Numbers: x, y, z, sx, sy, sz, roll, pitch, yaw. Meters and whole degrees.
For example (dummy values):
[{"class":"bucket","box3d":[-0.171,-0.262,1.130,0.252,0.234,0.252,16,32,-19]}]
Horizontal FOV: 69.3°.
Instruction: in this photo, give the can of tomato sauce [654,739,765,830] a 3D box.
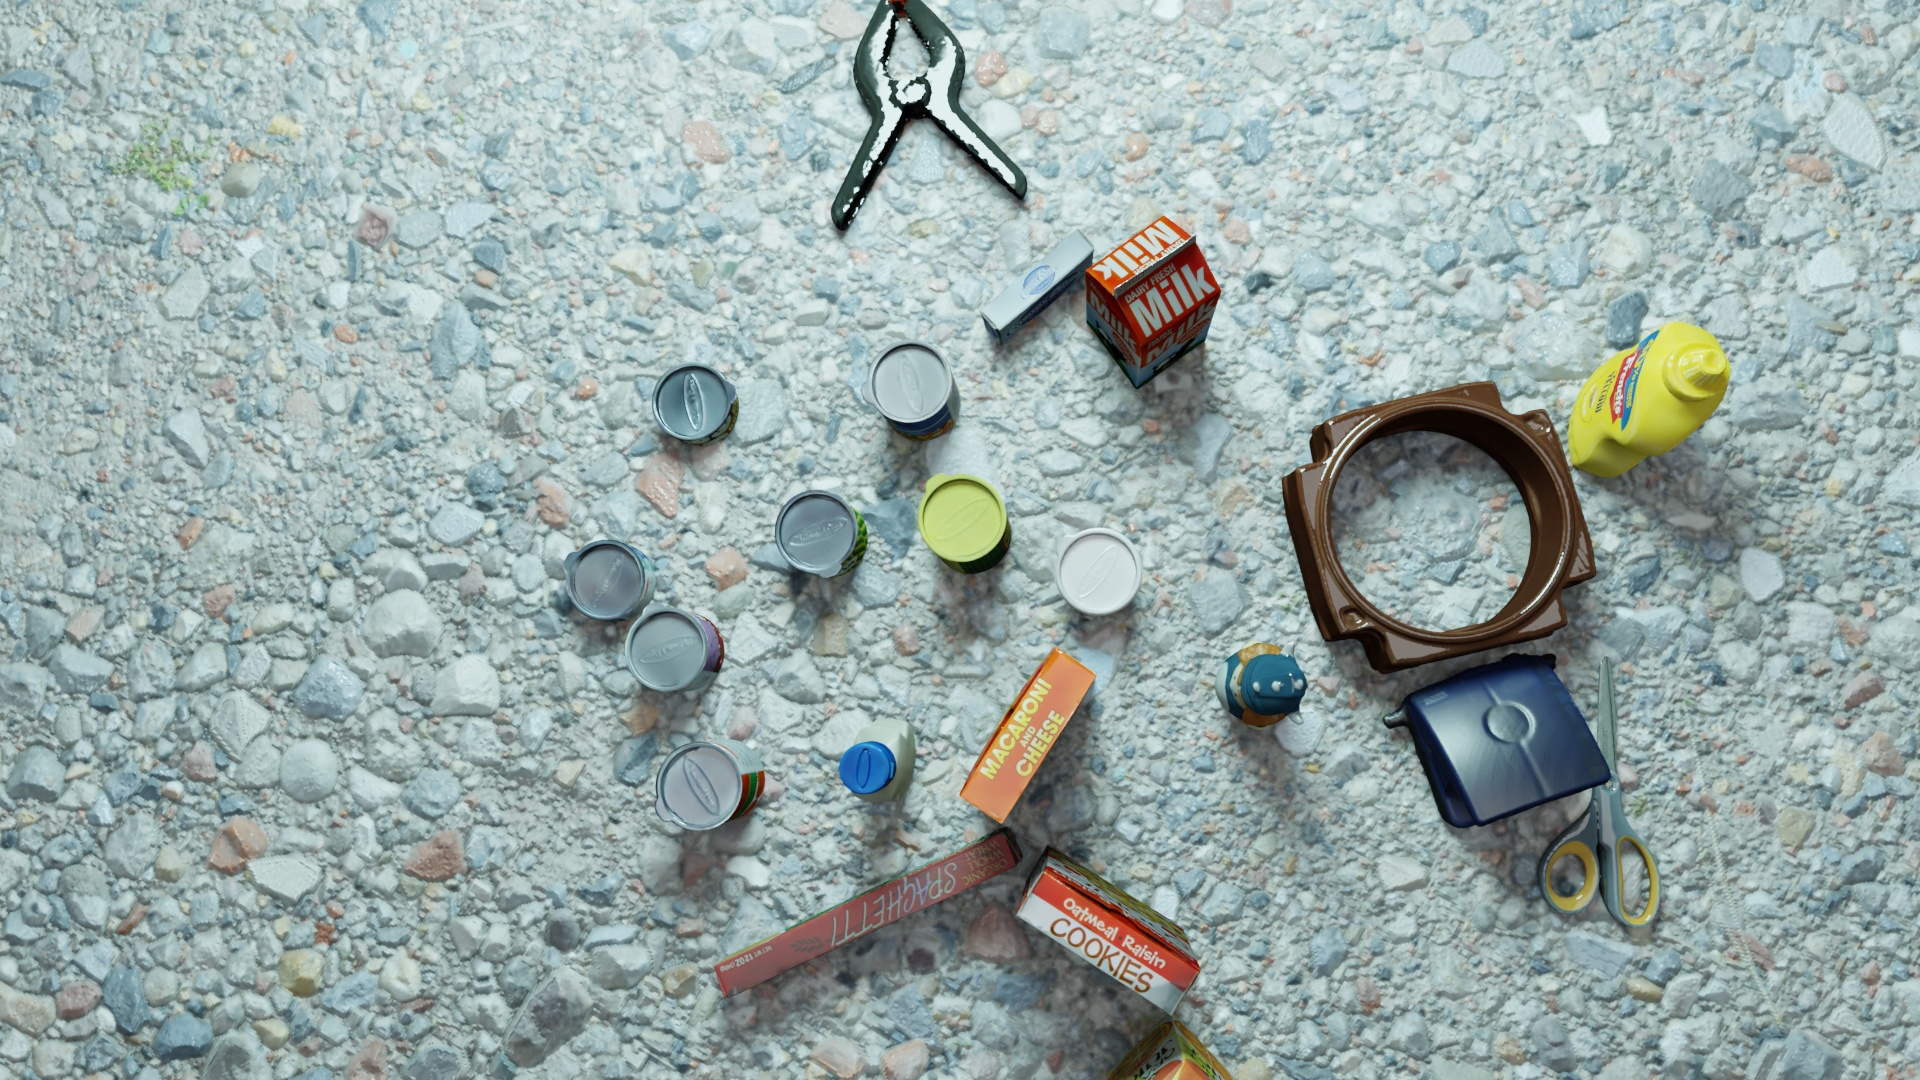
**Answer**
[{"class":"can of tomato sauce","box3d":[-0.194,0.190,1.082,0.071,0.083,0.071,-1,83,5]}]

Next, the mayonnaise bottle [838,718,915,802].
[{"class":"mayonnaise bottle","box3d":[-0.062,0.167,1.041,0.041,0.148,0.065,5,84,5]}]

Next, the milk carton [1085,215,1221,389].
[{"class":"milk carton","box3d":[0.143,-0.181,1.046,0.072,0.190,0.073,-35,82,0]}]

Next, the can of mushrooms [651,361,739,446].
[{"class":"can of mushrooms","box3d":[-0.216,-0.113,1.147,0.071,0.033,0.071,-1,83,5]}]

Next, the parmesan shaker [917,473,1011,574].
[{"class":"parmesan shaker","box3d":[0.004,-0.014,1.081,0.071,0.103,0.071,-1,83,5]}]

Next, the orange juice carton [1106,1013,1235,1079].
[{"class":"orange juice carton","box3d":[0.153,0.401,0.972,0.073,0.192,0.072,-44,82,-1]}]

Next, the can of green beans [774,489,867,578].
[{"class":"can of green beans","box3d":[-0.110,-0.004,1.112,0.071,0.058,0.071,-1,83,5]}]

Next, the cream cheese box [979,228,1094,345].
[{"class":"cream cheese box","box3d":[0.063,-0.204,1.125,0.104,0.053,0.024,-40,82,-1]}]

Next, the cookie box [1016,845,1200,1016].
[{"class":"cookie box","box3d":[0.105,0.275,1.004,0.123,0.167,0.040,31,87,8]}]

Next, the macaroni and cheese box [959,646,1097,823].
[{"class":"macaroni and cheese box","box3d":[0.052,0.141,1.026,0.040,0.166,0.124,33,87,8]}]

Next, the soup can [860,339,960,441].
[{"class":"soup can","box3d":[-0.038,-0.118,1.107,0.071,0.083,0.071,-1,83,5]}]

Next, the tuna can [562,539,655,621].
[{"class":"tuna can","box3d":[-0.287,0.032,1.135,0.071,0.033,0.071,-1,83,5]}]

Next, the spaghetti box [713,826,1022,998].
[{"class":"spaghetti box","box3d":[-0.069,0.287,1.076,0.250,0.050,0.029,-25,82,1]}]

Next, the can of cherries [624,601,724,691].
[{"class":"can of cherries","box3d":[-0.227,0.085,1.110,0.071,0.058,0.071,-1,83,5]}]

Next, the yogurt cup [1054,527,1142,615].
[{"class":"yogurt cup","box3d":[0.108,0.026,1.092,0.072,0.054,0.072,-1,83,5]}]
